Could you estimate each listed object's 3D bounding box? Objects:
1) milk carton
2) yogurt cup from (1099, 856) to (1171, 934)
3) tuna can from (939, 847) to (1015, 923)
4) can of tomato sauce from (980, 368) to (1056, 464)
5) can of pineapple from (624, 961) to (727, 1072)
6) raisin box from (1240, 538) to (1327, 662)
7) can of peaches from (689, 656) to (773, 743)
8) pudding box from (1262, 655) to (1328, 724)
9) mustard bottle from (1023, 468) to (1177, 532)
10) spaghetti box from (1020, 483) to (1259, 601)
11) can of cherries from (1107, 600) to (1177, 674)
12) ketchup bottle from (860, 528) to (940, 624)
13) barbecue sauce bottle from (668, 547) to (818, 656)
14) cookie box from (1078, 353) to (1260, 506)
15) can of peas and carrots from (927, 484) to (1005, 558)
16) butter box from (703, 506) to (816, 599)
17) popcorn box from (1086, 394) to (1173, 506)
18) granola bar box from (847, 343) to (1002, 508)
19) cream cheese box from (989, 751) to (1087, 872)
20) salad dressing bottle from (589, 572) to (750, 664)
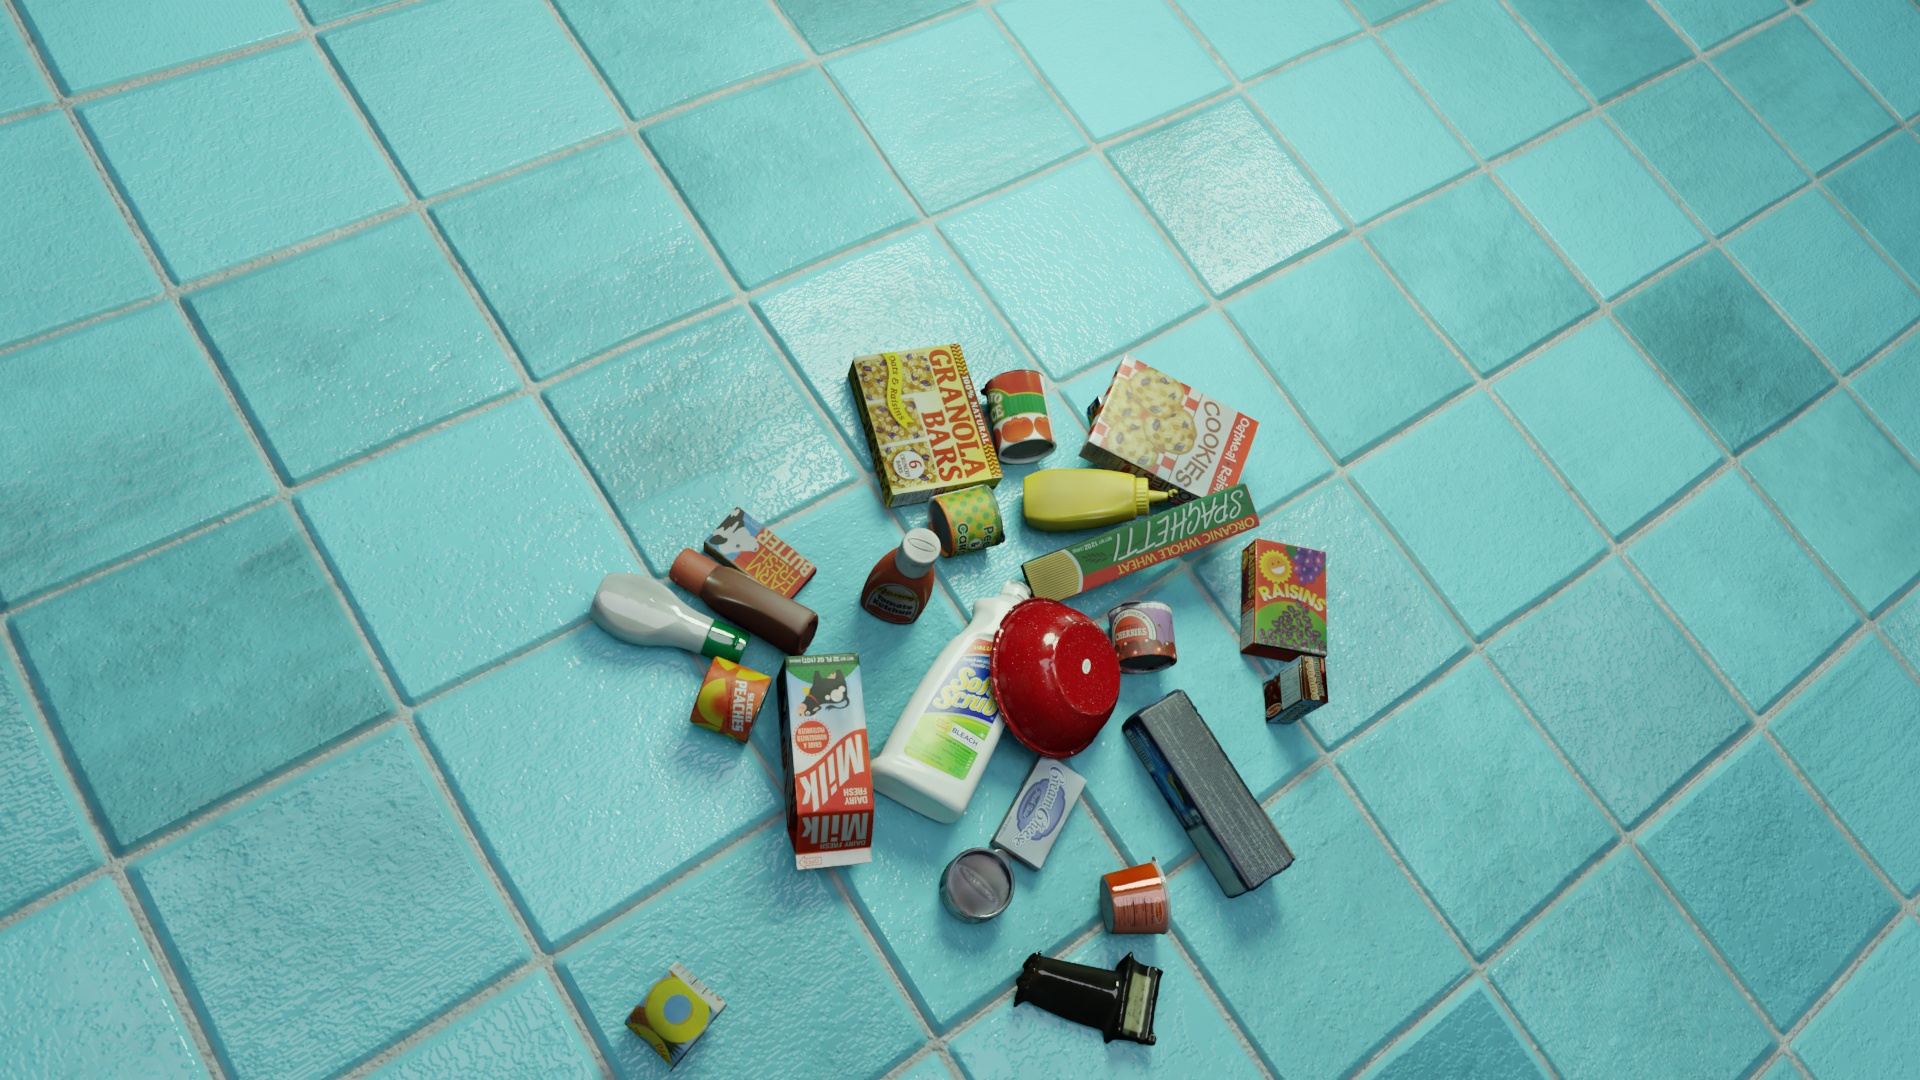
[{"bbox_3d":[-0.125,0.206,1.286,0.072,0.073,0.191,-2,67,-16],"label":"milk carton"},{"bbox_3d":[0.163,0.339,1.308,0.054,0.072,0.072,-5,68,-8],"label":"yogurt cup"},{"bbox_3d":[0.017,0.320,1.294,0.071,0.032,0.071,6,65,-12],"label":"tuna can"},{"bbox_3d":[0.063,-0.132,1.493,0.071,0.071,0.083,-4,68,-16],"label":"can of tomato sauce"},{"bbox_3d":[-0.241,0.401,1.171,0.058,0.070,0.071,40,63,5],"label":"can of pineapple"},{"bbox_3d":[0.348,0.066,1.494,0.086,0.040,0.124,10,65,-9],"label":"raisin box"},{"bbox_3d":[-0.213,0.148,1.291,0.058,0.071,0.071,22,63,-3],"label":"can of peaches"},{"bbox_3d":[0.344,0.154,1.428,0.030,0.083,0.050,8,64,-14],"label":"pudding box"},{"bbox_3d":[0.147,-0.043,1.456,0.160,0.048,0.065,-1,72,9],"label":"mustard bottle"},{"bbox_3d":[0.187,0.004,1.436,0.250,0.028,0.050,-20,90,-2],"label":"spaghetti box"},{"bbox_3d":[0.184,0.099,1.418,0.071,0.071,0.058,3,67,-14],"label":"can of cherries"},{"bbox_3d":[-0.053,0.034,1.341,0.065,0.148,0.044,20,62,-6],"label":"ketchup bottle"},{"bbox_3d":[-0.210,0.058,1.339,0.148,0.064,0.044,29,61,9],"label":"barbecue sauce bottle"},{"bbox_3d":[0.226,-0.109,1.496,0.167,0.040,0.123,26,63,-3],"label":"cookie box"},{"bbox_3d":[0.005,-0.018,1.425,0.059,0.070,0.071,-14,71,-19],"label":"can of peas and carrots"},{"bbox_3d":[-0.199,0.018,1.379,0.103,0.024,0.053,37,63,4],"label":"butter box"},{"bbox_3d":[0.196,-0.100,1.529,0.085,0.038,0.127,-5,68,-17],"label":"popcorn box"},{"bbox_3d":[-0.039,-0.123,1.477,0.124,0.039,0.166,-10,69,-18],"label":"granola bar box"},{"bbox_3d":[0.076,0.262,1.341,0.053,0.024,0.104,32,62,0],"label":"cream cheese box"},{"bbox_3d":[-0.275,0.079,1.322,0.148,0.043,0.064,23,61,-5],"label":"salad dressing bottle"}]
